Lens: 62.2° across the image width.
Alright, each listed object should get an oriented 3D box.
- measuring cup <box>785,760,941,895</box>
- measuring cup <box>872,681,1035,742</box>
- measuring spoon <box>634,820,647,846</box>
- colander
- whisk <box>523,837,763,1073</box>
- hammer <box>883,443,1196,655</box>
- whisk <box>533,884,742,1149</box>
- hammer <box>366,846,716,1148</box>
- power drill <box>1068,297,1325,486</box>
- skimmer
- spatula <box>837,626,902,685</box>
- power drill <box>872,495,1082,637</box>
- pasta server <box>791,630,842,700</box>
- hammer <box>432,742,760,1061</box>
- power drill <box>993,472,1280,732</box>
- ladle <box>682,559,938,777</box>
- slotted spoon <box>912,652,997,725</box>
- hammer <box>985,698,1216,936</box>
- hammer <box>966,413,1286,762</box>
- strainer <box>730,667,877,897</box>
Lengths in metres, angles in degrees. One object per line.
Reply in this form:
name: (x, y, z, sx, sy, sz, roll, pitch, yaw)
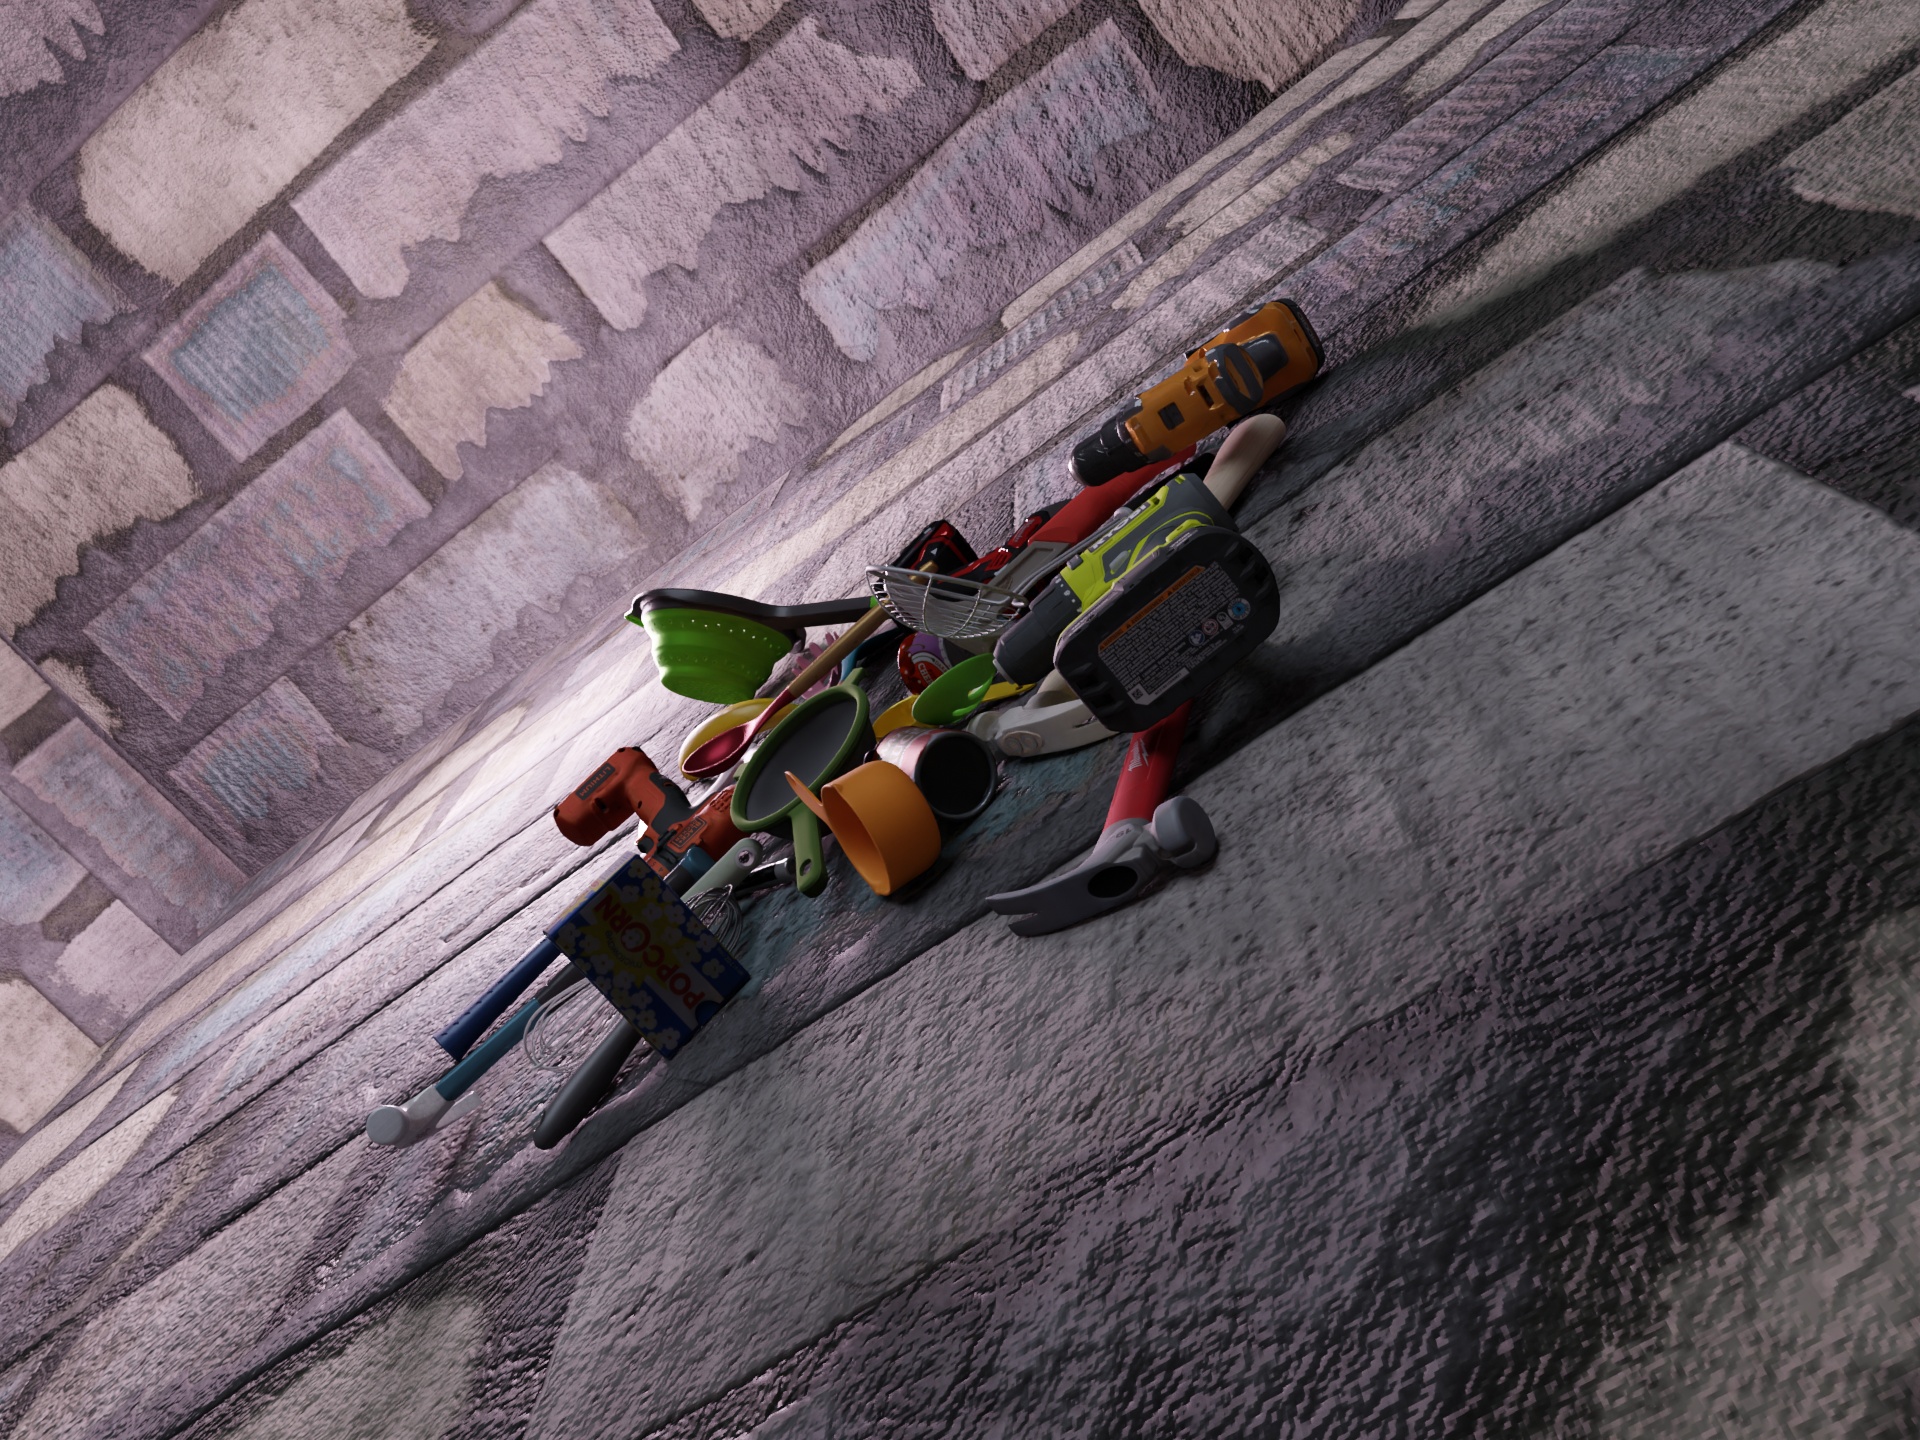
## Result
measuring cup: (-0.072, 0.058, 1.136, 0.052, 0.095, 0.174, -29, 30, -18)
measuring cup: (-0.002, -0.004, 1.307, 0.156, 0.029, 0.062, -14, 29, 29)
measuring spoon: (-0.299, 0.101, 1.532, 0.021, 0.011, 0.117, -31, 15, 2)
colander: (-0.220, -0.079, 1.790, 0.397, 0.204, 0.094, -3, 72, 37)
whisk: (-0.247, 0.183, 1.257, 0.246, 0.057, 0.059, -45, 10, -13)
hammer: (0.093, -0.178, 1.399, 0.359, 0.149, 0.036, -45, -20, -35)
whisk: (-0.239, 0.218, 1.188, 0.055, 0.055, 0.239, -11, 37, 56)
hammer: (-0.328, 0.221, 1.289, 0.331, 0.033, 0.128, -42, -8, -12)
power drill: (0.205, -0.280, 1.390, 0.185, 0.084, 0.226, -27, 8, 39)
skimmer: (0.085, -0.165, 1.293, 0.363, 0.090, 0.127, -34, 26, -29)
spatula: (-0.106, -0.012, 1.524, 0.082, 0.044, 0.318, -30, 24, 27)
power drill: (0.028, -0.148, 1.506, 0.220, 0.078, 0.143, -7, 37, 54)
pasta server: (-0.153, 0.004, 1.539, 0.060, 0.040, 0.316, -32, 21, 22)
hammer: (-0.340, 0.165, 1.529, 0.405, 0.035, 0.144, -45, 19, -18)
power drill: (0.107, -0.071, 1.033, 0.190, 0.080, 0.229, -39, 14, 7)
ladle: (-0.140, -0.044, 1.496, 0.315, 0.031, 0.069, -40, 22, 13)
slotted spoon: (0.063, -0.075, 1.253, 0.314, 0.031, 0.070, -41, -14, -44)
hammer: (0.125, -0.010, 1.035, 0.143, 0.038, 0.386, -29, 20, 33)
hammer: (0.160, -0.118, 1.230, 0.146, 0.038, 0.411, -14, 30, 51)
strainer: (-0.106, 0.073, 1.258, 0.151, 0.069, 0.257, -39, 28, 14)
